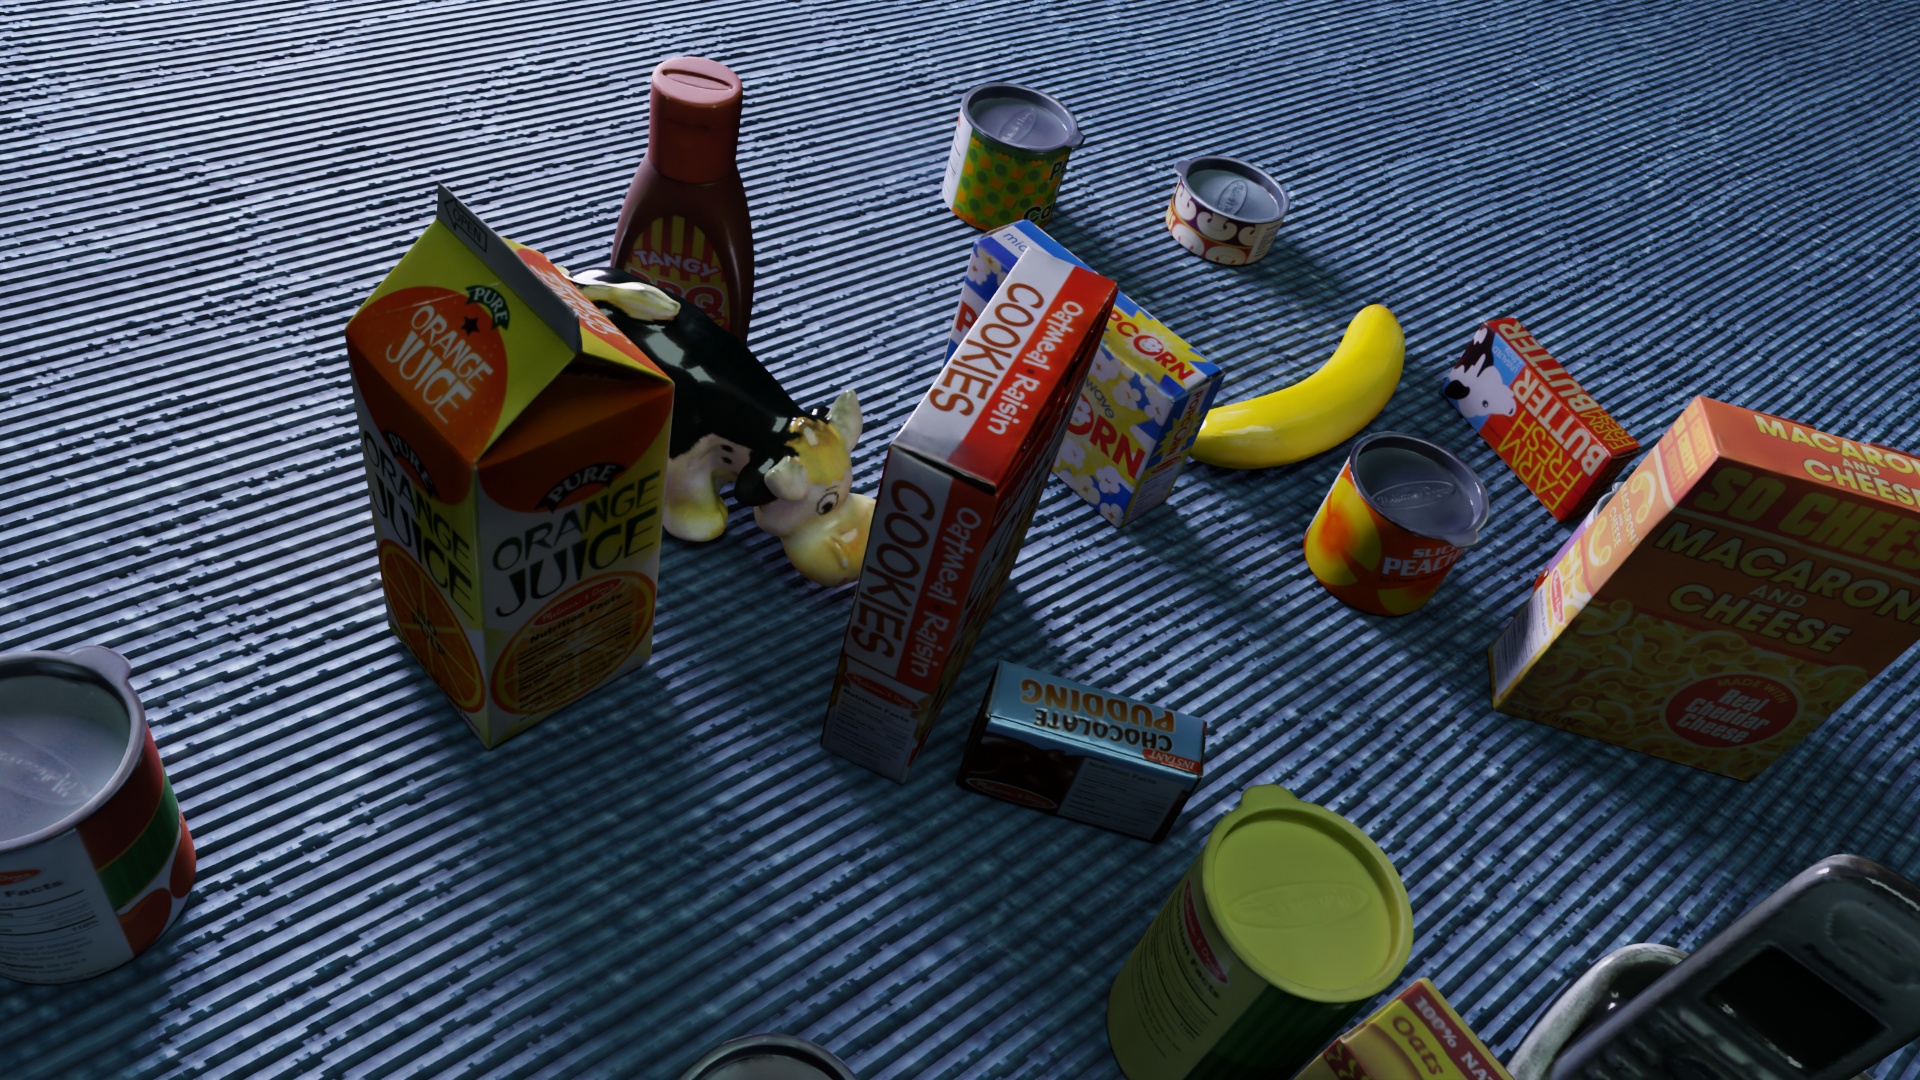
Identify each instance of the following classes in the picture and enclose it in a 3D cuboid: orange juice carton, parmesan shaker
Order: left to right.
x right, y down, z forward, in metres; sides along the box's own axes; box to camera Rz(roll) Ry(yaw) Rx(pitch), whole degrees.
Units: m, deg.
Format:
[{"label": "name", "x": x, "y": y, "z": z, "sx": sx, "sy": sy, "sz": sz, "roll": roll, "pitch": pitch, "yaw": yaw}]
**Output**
[{"label": "orange juice carton", "x": -0.149, "y": -0.022, "z": 0.465, "sx": 0.073, "sy": 0.191, "sz": 0.072, "roll": -31, "pitch": 63, "yaw": -35}, {"label": "parmesan shaker", "x": 0.093, "y": 0.136, "z": 0.452, "sx": 0.071, "sy": 0.102, "sz": 0.072, "roll": 8, "pitch": 47, "yaw": -9}]

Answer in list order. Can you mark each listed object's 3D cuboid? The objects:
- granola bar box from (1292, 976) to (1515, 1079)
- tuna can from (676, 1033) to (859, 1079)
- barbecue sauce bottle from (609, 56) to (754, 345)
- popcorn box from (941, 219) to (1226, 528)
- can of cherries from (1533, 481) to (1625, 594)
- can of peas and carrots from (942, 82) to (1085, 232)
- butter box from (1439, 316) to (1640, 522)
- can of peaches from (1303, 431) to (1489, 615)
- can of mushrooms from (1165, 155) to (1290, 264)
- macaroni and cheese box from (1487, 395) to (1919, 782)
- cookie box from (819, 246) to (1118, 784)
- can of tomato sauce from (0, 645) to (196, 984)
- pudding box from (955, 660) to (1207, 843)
[{"label": "granola bar box", "x": 0.148, "y": 0.219, "z": 0.379, "sx": 0.039, "sy": 0.123, "sz": 0.166, "roll": -22, "pitch": 58, "yaw": -31}, {"label": "tuna can", "x": -0.059, "y": 0.187, "z": 0.411, "sx": 0.071, "sy": 0.032, "sz": 0.071, "roll": 8, "pitch": 47, "yaw": -9}, {"label": "barbecue sauce bottle", "x": -0.120, "y": -0.136, "z": 0.606, "sx": 0.065, "sy": 0.147, "sz": 0.044, "roll": 11, "pitch": 47, "yaw": -6}, {"label": "popcorn box", "x": 0.052, "y": -0.078, "z": 0.646, "sx": 0.038, "sy": 0.084, "sz": 0.127, "roll": -31, "pitch": 63, "yaw": -35}, {"label": "can of cherries", "x": 0.314, "y": 0.017, "z": 0.653, "sx": 0.071, "sy": 0.058, "sz": 0.072, "roll": 8, "pitch": 47, "yaw": -9}, {"label": "can of peas and carrots", "x": 0.029, "y": -0.213, "z": 0.779, "sx": 0.071, "sy": 0.058, "sz": 0.071, "roll": 8, "pitch": 47, "yaw": -9}, {"label": "butter box", "x": 0.301, "y": -0.064, "z": 0.727, "sx": 0.024, "sy": 0.052, "sz": 0.104, "roll": -13, "pitch": 54, "yaw": -25}, {"label": "can of peaches", "x": 0.201, "y": -0.006, "z": 0.642, "sx": 0.071, "sy": 0.057, "sz": 0.071, "roll": 8, "pitch": 47, "yaw": -9}, {"label": "can of mushrooms", "x": 0.154, "y": -0.195, "z": 0.816, "sx": 0.071, "sy": 0.033, "sz": 0.071, "roll": 8, "pitch": 47, "yaw": -9}, {"label": "macaroni and cheese box", "x": 0.315, "y": 0.025, "z": 0.573, "sx": 0.124, "sy": 0.165, "sz": 0.040, "roll": 16, "pitch": 47, "yaw": -2}, {"label": "cookie box", "x": 0.002, "y": -0.006, "z": 0.511, "sx": 0.040, "sy": 0.166, "sz": 0.123, "roll": 24, "pitch": 47, "yaw": 6}, {"label": "can of tomato sauce", "x": -0.269, "y": 0.082, "z": 0.411, "sx": 0.071, "sy": 0.082, "sz": 0.071, "roll": 8, "pitch": 47, "yaw": -9}, {"label": "pudding box", "x": 0.045, "y": 0.081, "z": 0.525, "sx": 0.084, "sy": 0.049, "sz": 0.030, "roll": 16, "pitch": 47, "yaw": -2}]
